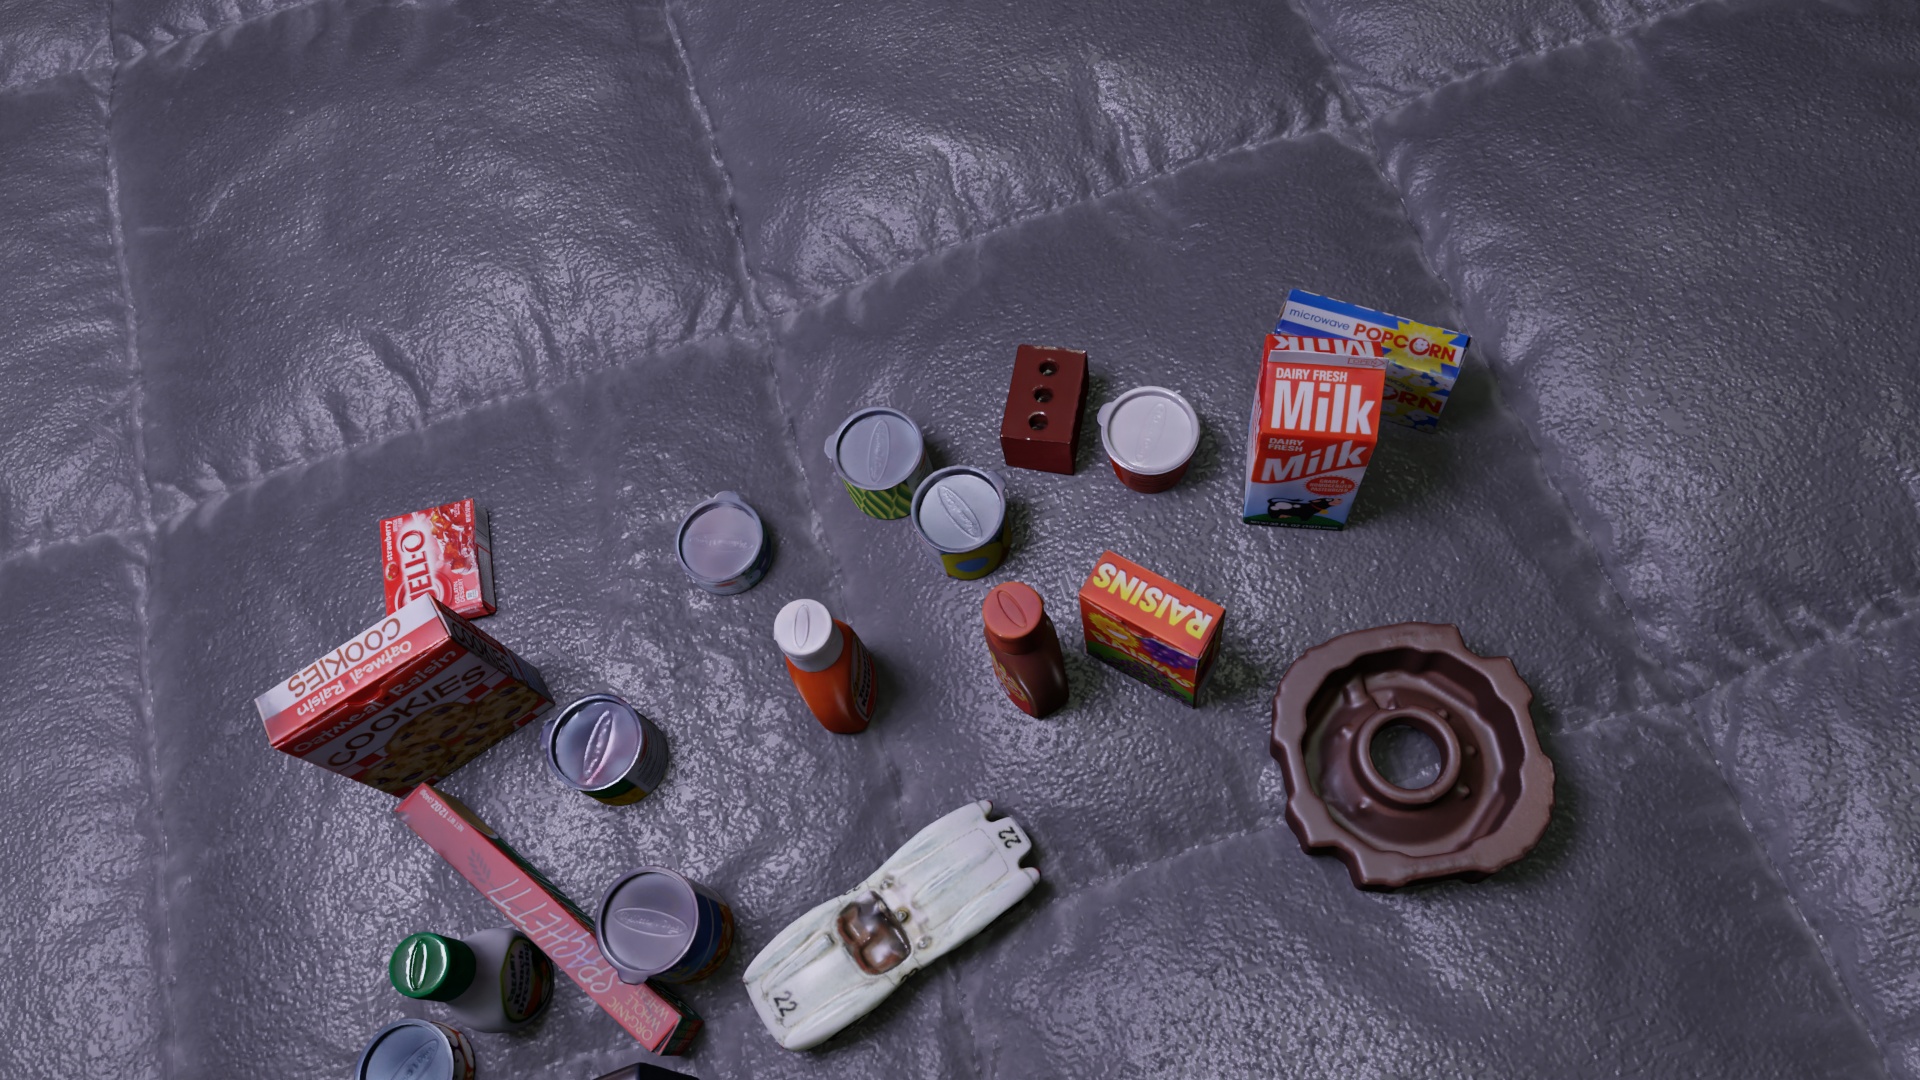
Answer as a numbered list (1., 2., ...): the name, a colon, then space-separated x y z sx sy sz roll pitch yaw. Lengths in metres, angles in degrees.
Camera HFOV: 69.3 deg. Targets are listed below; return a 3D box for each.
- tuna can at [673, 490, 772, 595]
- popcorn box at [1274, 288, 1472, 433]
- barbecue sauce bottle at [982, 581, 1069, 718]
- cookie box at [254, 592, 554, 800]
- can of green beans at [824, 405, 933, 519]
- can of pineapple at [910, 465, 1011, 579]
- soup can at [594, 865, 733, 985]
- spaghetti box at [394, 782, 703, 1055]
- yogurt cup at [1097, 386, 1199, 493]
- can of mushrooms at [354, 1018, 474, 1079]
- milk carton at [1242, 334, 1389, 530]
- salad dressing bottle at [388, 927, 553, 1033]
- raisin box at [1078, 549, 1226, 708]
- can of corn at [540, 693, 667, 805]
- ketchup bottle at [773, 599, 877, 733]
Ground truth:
1. tuna can: -0.172 0.002 1.012 0.071 0.032 0.071 -2 68 6
2. popcorn box: 0.284 -0.126 0.979 0.127 0.085 0.038 19 72 14
3. barbecue sauce bottle: 0.040 0.067 0.896 0.044 0.148 0.065 -33 68 -6
4. cookie box: -0.360 0.108 0.919 0.123 0.167 0.040 -34 68 -7
5. can of green beans: -0.056 -0.056 1.007 0.071 0.057 0.071 -3 68 6
6. can of pineapple: 0.004 -0.012 0.982 0.071 0.057 0.071 -3 68 6
7. soup can: -0.188 0.249 0.885 0.071 0.083 0.071 -3 68 6
8. spaghetti box: -0.272 0.248 0.914 0.250 0.050 0.029 35 76 19
9. yogurt cup: 0.135 -0.068 0.991 0.072 0.053 0.072 -2 68 6
10. can of mushrooms: -0.349 0.345 0.893 0.071 0.033 0.071 -2 68 6
11. milk carton: 0.229 -0.076 0.908 0.072 0.190 0.074 4 69 9
12. salad dressing bottle: -0.300 0.268 0.856 0.044 0.147 0.064 -3 68 6
13. raisin box: 0.123 0.060 0.902 0.086 0.123 0.040 28 74 17
14. can of corn: -0.243 0.143 0.949 0.071 0.058 0.071 -3 68 6
15. ketchup bottle: -0.088 0.079 0.907 0.043 0.148 0.065 -2 68 7
